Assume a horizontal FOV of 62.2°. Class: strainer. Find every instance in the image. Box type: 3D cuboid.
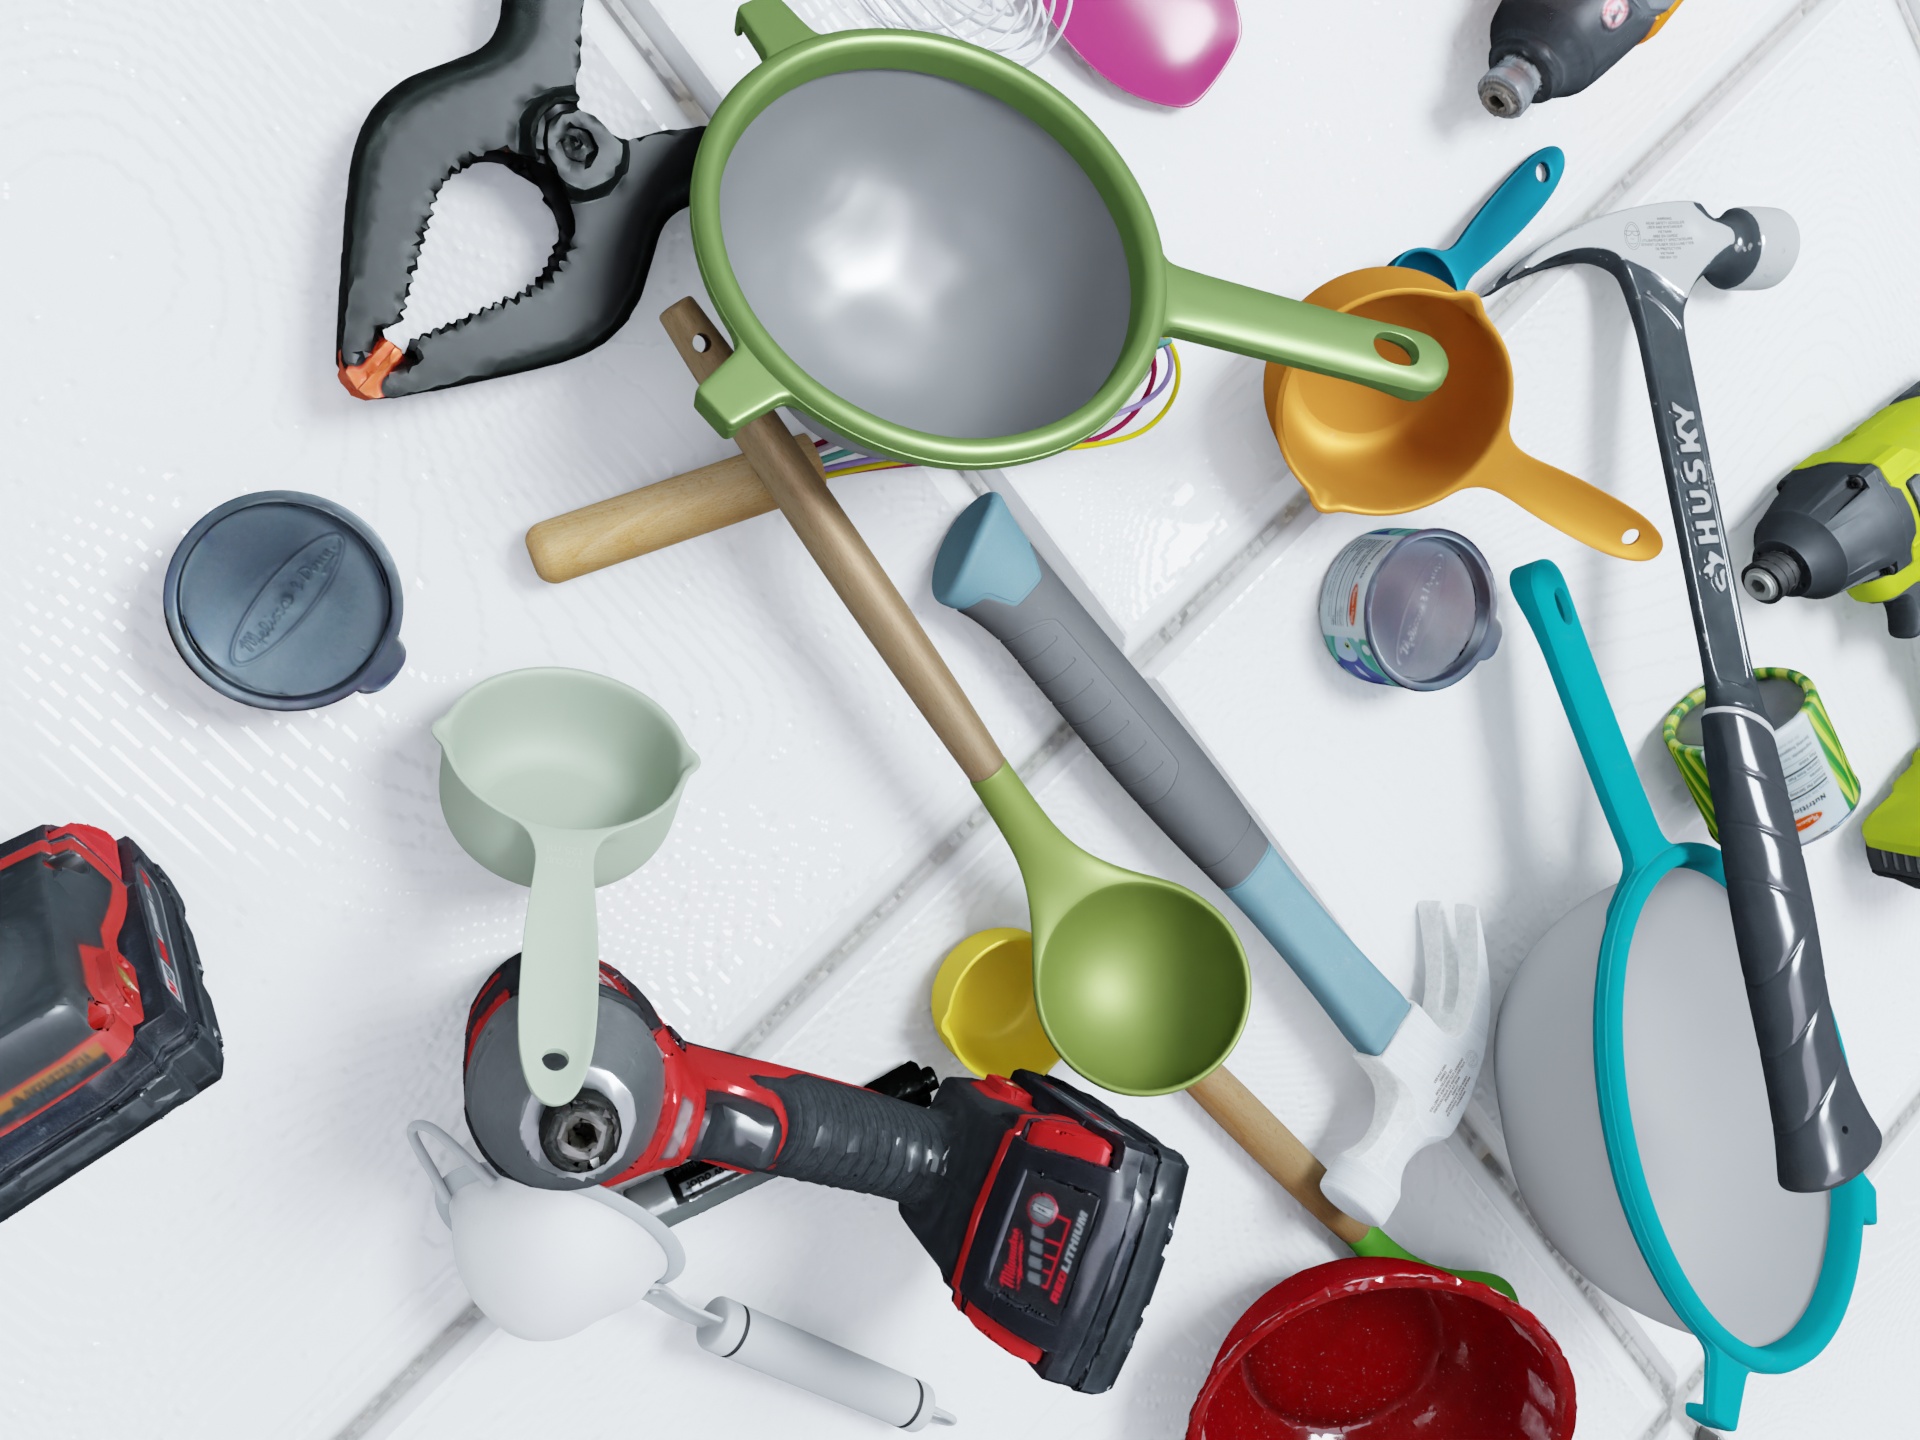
[{"bbox_3d":[-0.089,0.212,0.558,0.258,0.087,0.050,37,43,-32],"label":"strainer"},{"bbox_3d":[0.034,-0.129,0.521,0.256,0.069,0.152,9,70,-18],"label":"strainer"},{"bbox_3d":[0.271,0.103,0.682,0.211,0.095,0.340,-19,88,-43],"label":"strainer"}]

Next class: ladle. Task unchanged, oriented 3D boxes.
[{"bbox_3d":[-0.001,-0.002,0.534,0.078,0.062,0.320,-37,109,-9],"label":"ladle"}]

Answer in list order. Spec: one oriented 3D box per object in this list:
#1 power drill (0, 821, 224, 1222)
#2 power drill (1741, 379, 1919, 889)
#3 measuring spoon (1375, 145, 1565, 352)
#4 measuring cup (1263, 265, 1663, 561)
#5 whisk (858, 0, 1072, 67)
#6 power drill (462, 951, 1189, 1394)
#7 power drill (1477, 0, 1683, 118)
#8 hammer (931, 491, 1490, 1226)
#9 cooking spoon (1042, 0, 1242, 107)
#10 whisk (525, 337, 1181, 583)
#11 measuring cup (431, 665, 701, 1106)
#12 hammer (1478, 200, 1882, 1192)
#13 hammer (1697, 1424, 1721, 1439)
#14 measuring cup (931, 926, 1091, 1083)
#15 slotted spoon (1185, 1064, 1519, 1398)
[{"bbox_3d":[-0.294,0.003,0.400,0.080,0.188,0.226,-34,127,-15],"label":"power drill"},{"bbox_3d":[0.461,-0.034,0.751,0.171,0.080,0.223,-33,105,-16],"label":"power drill"},{"bbox_3d":[0.207,-0.196,0.654,0.128,0.021,0.042,-46,114,-21],"label":"measuring spoon"},{"bbox_3d":[0.196,-0.111,0.617,0.173,0.052,0.095,24,117,-16],"label":"measuring cup"},{"bbox_3d":[-0.077,-0.309,0.493,0.284,0.070,0.070,38,82,-18],"label":"whisk"},{"bbox_3d":[-0.049,0.134,0.504,0.219,0.143,0.078,22,85,-16],"label":"power drill"},{"bbox_3d":[0.207,-0.352,0.595,0.226,0.084,0.164,44,81,-26],"label":"power drill"},{"bbox_3d":[0.102,0.048,0.623,0.330,0.033,0.128,48,68,-19],"label":"hammer"},{"bbox_3d":[-0.022,-0.327,0.533,0.318,0.017,0.069,36,88,-24],"label":"cooking spoon"},{"bbox_3d":[-0.029,-0.093,0.551,0.245,0.051,0.047,-22,111,-16],"label":"whisk"},{"bbox_3d":[-0.121,0.051,0.475,0.083,0.168,0.038,8,131,-18],"label":"measuring cup"},{"bbox_3d":[0.312,-0.018,0.651,0.149,0.036,0.409,-5,82,-19],"label":"hammer"},{"bbox_3d":[0.225,0.433,0.736,0.359,0.037,0.149,0,97,-23],"label":"hammer"},{"bbox_3d":[0.019,0.154,0.615,0.062,0.029,0.156,-8,103,-22],"label":"measuring cup"},{"bbox_3d":[0.153,0.204,0.679,0.070,0.031,0.313,-46,110,-7],"label":"slotted spoon"}]
